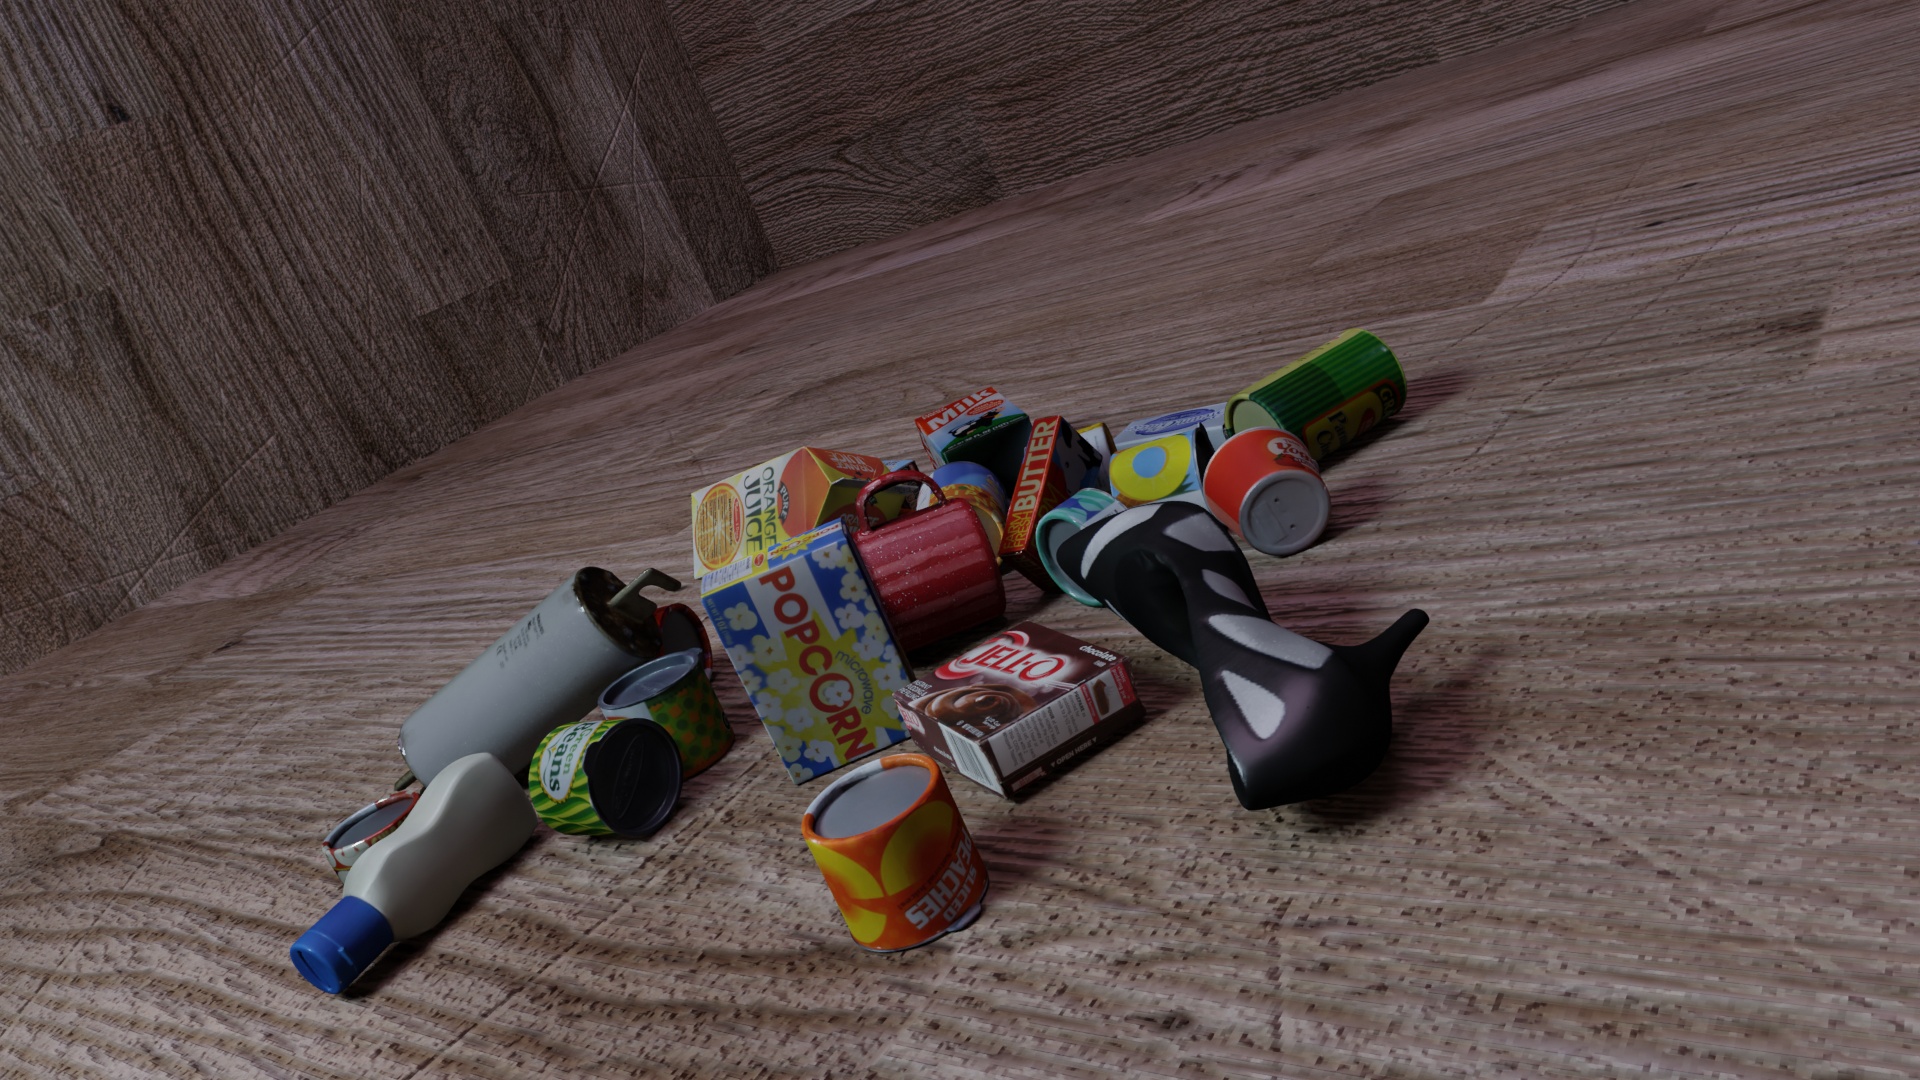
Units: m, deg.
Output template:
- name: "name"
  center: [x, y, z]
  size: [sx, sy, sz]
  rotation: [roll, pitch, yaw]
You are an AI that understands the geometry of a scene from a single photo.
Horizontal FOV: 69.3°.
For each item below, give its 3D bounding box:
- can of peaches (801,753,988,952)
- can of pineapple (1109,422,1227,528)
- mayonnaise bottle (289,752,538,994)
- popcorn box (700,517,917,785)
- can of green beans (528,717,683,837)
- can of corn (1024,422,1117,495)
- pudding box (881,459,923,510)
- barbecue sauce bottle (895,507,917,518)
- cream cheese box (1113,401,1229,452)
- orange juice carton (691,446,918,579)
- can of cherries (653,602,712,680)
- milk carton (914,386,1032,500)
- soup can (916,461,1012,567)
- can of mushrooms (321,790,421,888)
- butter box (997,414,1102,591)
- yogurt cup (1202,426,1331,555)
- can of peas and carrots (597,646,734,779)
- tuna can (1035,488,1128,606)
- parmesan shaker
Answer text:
- name: "can of peaches"
  center: [-0.027, 0.134, 0.604]
  size: [0.071, 0.058, 0.071]
  rotation: [-21, 17, 7]
- name: "can of pineapple"
  center: [0.133, -0.034, 0.880]
  size: [0.058, 0.071, 0.071]
  rotation: [-15, 19, 23]
- name: "mayonnaise bottle"
  center: [-0.307, 0.187, 0.782]
  size: [0.041, 0.064, 0.149]
  rotation: [-14, 23, 36]
- name: "popcorn box"
  center: [-0.078, 0.061, 0.764]
  size: [0.085, 0.126, 0.038]
  rotation: [-23, 20, -1]
- name: "can of green beans"
  center: [-0.203, 0.135, 0.794]
  size: [0.057, 0.071, 0.071]
  rotation: [-9, 22, 38]
- name: "can of corn"
  center: [0.083, -0.043, 0.971]
  size: [0.058, 0.071, 0.071]
  rotation: [-18, 18, 12]
- name: "pudding box"
  center: [-0.061, -0.039, 1.153]
  size: [0.030, 0.049, 0.083]
  rotation: [-35, 21, -29]
- name: "barbecue sauce bottle"
  center: [-0.071, -0.010, 1.092]
  size: [0.065, 0.043, 0.148]
  rotation: [-34, 22, -27]
- name: "cream cheese box"
  center: [0.164, -0.078, 1.039]
  size: [0.103, 0.024, 0.054]
  rotation: [-8, 23, 38]
- name: "orange juice carton"
  center: [-0.121, -0.020, 1.049]
  size: [0.072, 0.073, 0.192]
  rotation: [7, -17, -43]
- name: "can of cherries"
  center: [-0.214, 0.079, 0.961]
  size: [0.058, 0.071, 0.072]
  rotation: [-15, 19, 21]
- name: "milk carton"
  center: [0.015, -0.071, 1.115]
  size: [0.072, 0.073, 0.191]
  rotation: [-24, 18, -4]
- name: "soup can"
  center: [0.003, -0.012, 0.977]
  size: [0.071, 0.071, 0.084]
  rotation: [-20, 19, 8]
- name: "can of mushrooms"
  center: [-0.366, 0.191, 0.883]
  size: [0.071, 0.033, 0.071]
  rotation: [-20, 17, 7]
- name: "butter box"
  center: [0.059, -0.024, 0.892]
  size: [0.024, 0.053, 0.104]
  rotation: [-8, 56, 41]
- name: "yogurt cup"
  center: [0.181, -0.026, 0.812]
  size: [0.072, 0.072, 0.054]
  rotation: [-22, 26, 3]
- name: "can of peas and carrots"
  center: [-0.179, 0.108, 0.856]
  size: [0.071, 0.058, 0.071]
  rotation: [-20, 17, 6]
- name: "tuna can"
  center: [0.078, 0.005, 0.838]
  size: [0.033, 0.071, 0.071]
  rotation: [-34, 21, -30]
- name: "parmesan shaker"
  center: [0.235, -0.088, 0.925]
  size: [0.103, 0.071, 0.071]
  rotation: [-30, 19, -20]
